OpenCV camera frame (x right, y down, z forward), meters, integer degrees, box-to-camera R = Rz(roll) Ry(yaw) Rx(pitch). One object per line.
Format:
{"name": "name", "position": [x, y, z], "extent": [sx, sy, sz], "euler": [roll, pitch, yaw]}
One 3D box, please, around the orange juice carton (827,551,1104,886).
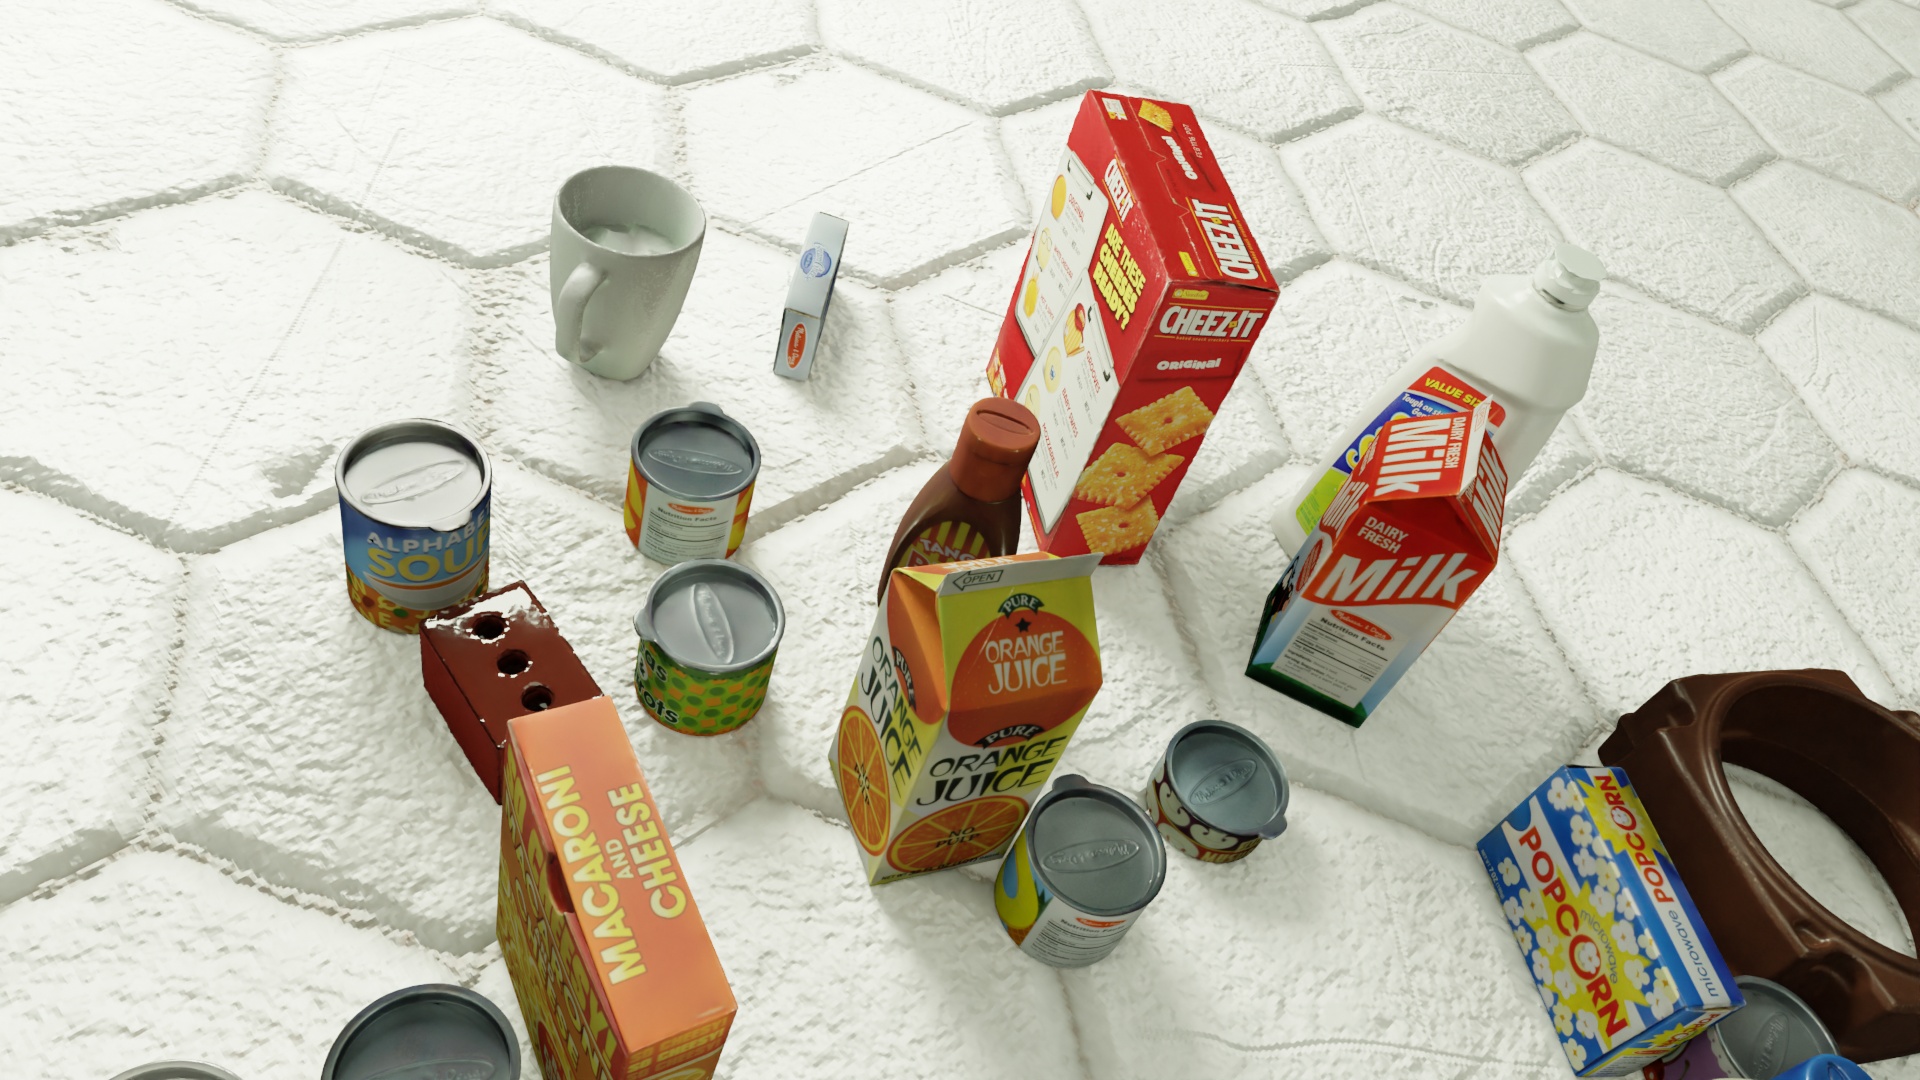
{"name": "orange juice carton", "position": [0.002, 0.069, 0.604], "extent": [0.072, 0.191, 0.073], "euler": [-6, 53, -24]}

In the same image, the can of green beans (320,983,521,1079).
{"name": "can of green beans", "position": [-0.196, 0.205, 0.507], "extent": [0.071, 0.057, 0.071], "euler": [10, 48, -11]}

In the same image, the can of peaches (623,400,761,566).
{"name": "can of peaches", "position": [-0.142, -0.029, 0.733], "extent": [0.071, 0.057, 0.071], "euler": [10, 48, -11]}

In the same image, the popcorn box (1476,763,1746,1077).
{"name": "popcorn box", "position": [0.314, 0.186, 0.683], "extent": [0.038, 0.084, 0.127], "euler": [3, 49, -17]}

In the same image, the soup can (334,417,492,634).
{"name": "soup can", "position": [-0.254, -0.003, 0.653], "extent": [0.071, 0.083, 0.072], "euler": [10, 48, -11]}

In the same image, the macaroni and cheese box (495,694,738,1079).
{"name": "macaroni and cheese box", "position": [-0.131, 0.154, 0.500], "extent": [0.040, 0.165, 0.124], "euler": [-13, 56, -28]}

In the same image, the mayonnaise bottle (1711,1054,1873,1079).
{"name": "mayonnaise bottle", "position": [0.317, 0.257, 0.577], "extent": [0.041, 0.147, 0.065], "euler": [0, 50, -19]}

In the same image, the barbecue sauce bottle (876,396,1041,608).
{"name": "barbecue sauce bottle", "position": [0.003, -0.009, 0.703], "extent": [0.065, 0.147, 0.044], "euler": [20, 47, -1]}

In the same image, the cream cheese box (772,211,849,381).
{"name": "cream cheese box", "position": [-0.093, -0.152, 0.862], "extent": [0.024, 0.053, 0.104], "euler": [15, 47, -6]}

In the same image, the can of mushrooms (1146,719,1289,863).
{"name": "can of mushrooms", "position": [0.131, 0.129, 0.705], "extent": [0.071, 0.033, 0.071], "euler": [10, 48, -11]}

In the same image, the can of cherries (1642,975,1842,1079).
{"name": "can of cherries", "position": [0.371, 0.249, 0.665], "extent": [0.071, 0.058, 0.072], "euler": [10, 48, -11]}

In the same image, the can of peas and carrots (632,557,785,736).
{"name": "can of peas and carrots", "position": [-0.124, 0.052, 0.666], "extent": [0.071, 0.058, 0.071], "euler": [10, 48, -11]}

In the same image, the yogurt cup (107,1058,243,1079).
{"name": "yogurt cup", "position": [-0.270, 0.219, 0.472], "extent": [0.072, 0.053, 0.073], "euler": [10, 48, -11]}

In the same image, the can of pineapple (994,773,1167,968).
{"name": "can of pineapple", "position": [0.054, 0.153, 0.640], "extent": [0.071, 0.057, 0.071], "euler": [10, 48, -11]}

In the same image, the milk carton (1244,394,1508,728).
{"name": "milk carton", "position": [0.228, 0.009, 0.737], "extent": [0.073, 0.189, 0.073], "euler": [26, 47, 4]}
